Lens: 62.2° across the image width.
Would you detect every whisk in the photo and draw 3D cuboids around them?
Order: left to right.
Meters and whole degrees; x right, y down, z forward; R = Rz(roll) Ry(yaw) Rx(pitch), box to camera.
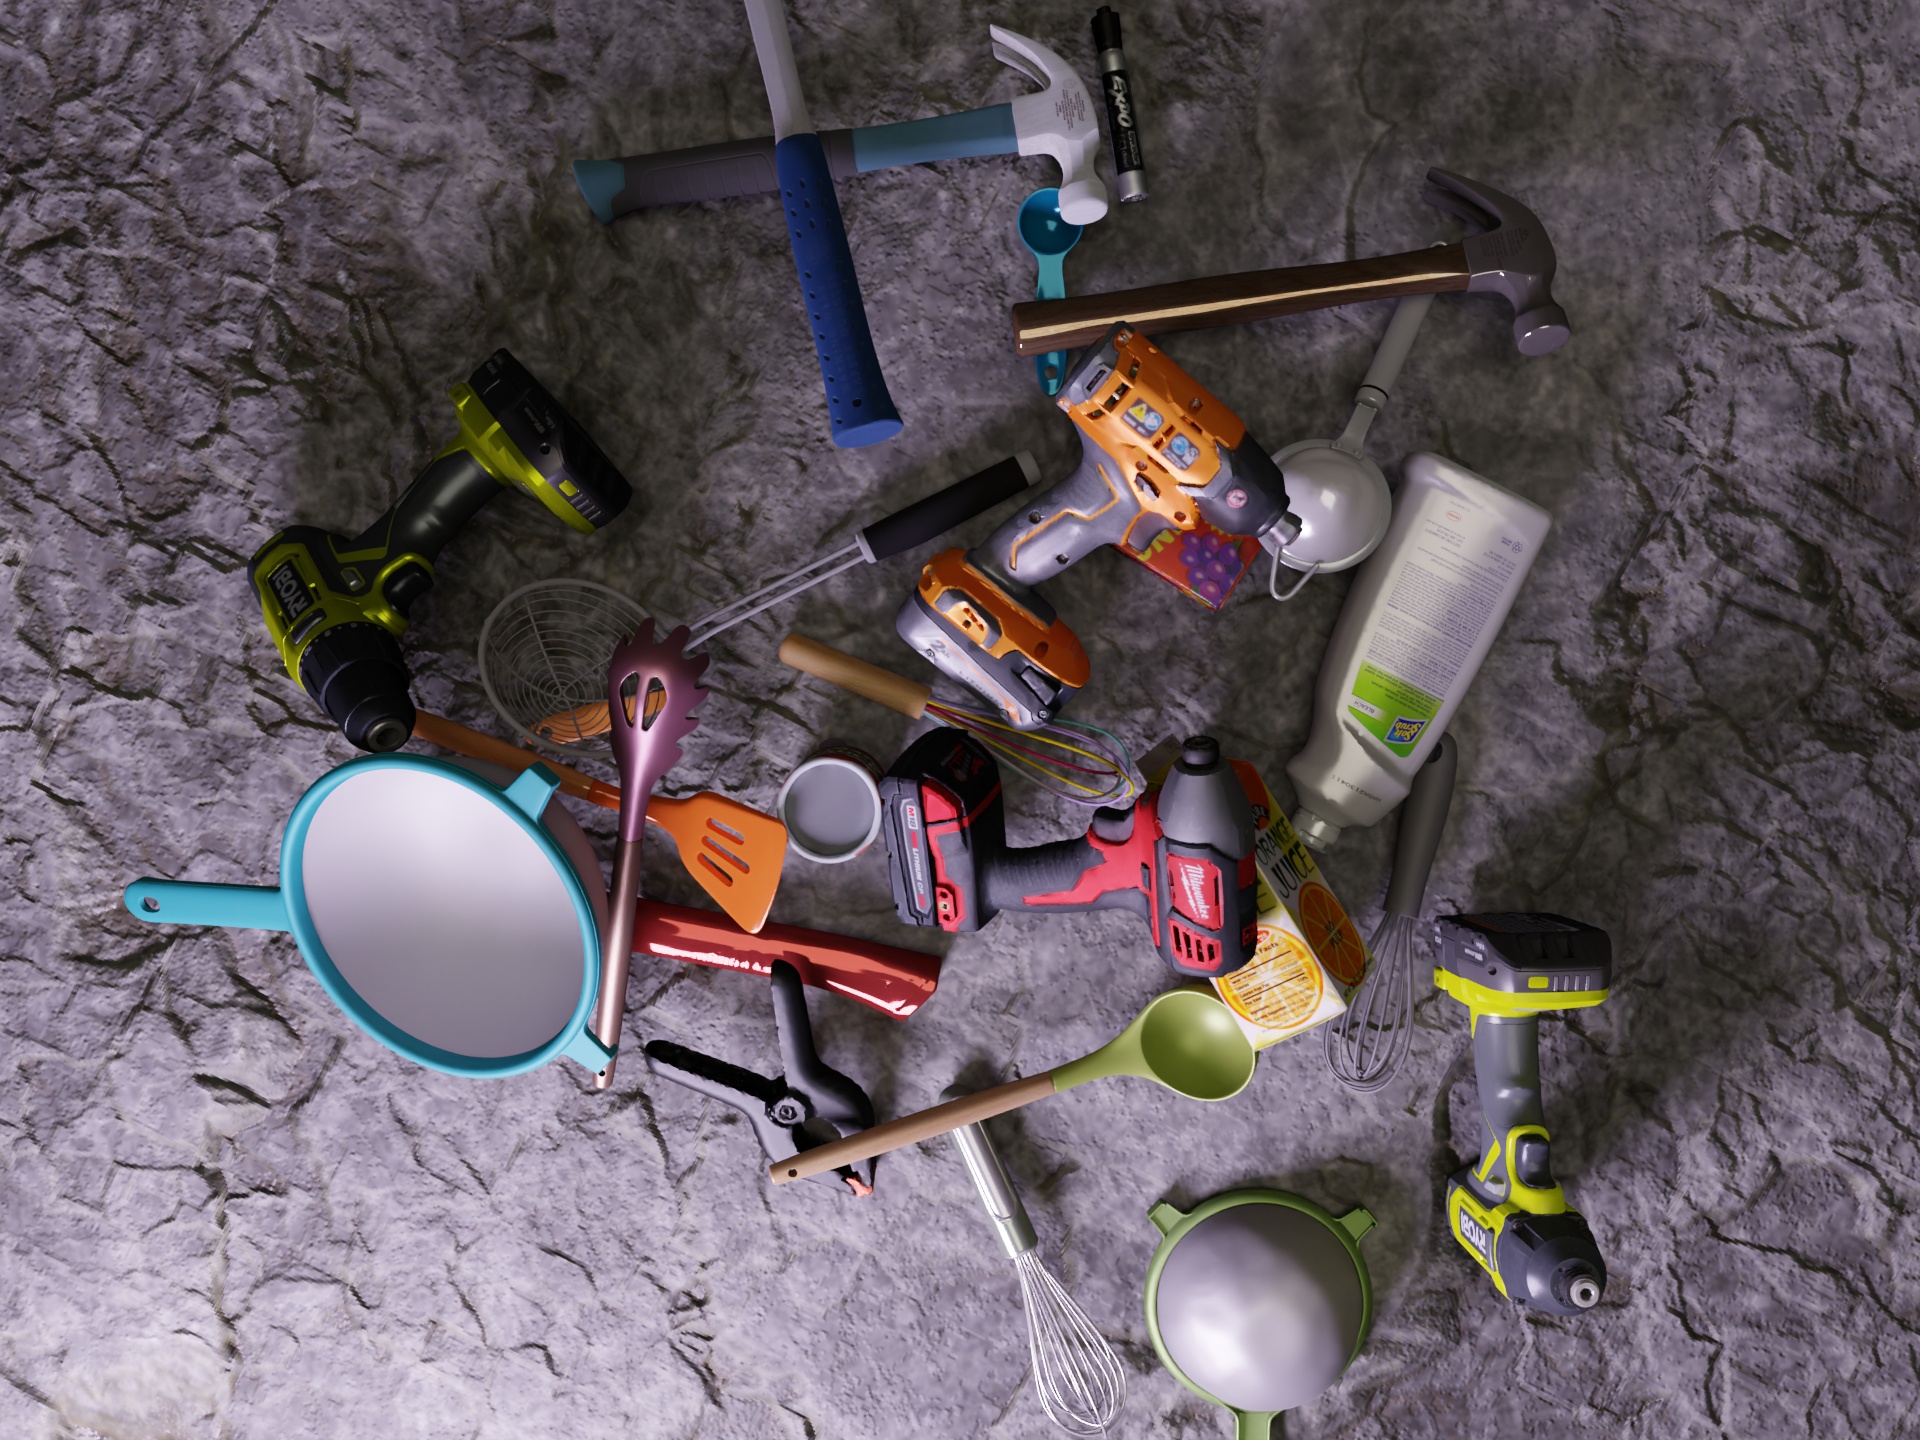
[{"bbox_3d":[-0.001,-0.005,1.020,0.245,0.047,0.051,23,94,3],"label":"whisk"},{"bbox_3d":[0.043,0.352,1.036,0.058,0.059,0.246,-24,88,-10],"label":"whisk"},{"bbox_3d":[0.281,0.122,1.024,0.055,0.055,0.239,15,88,0],"label":"whisk"}]

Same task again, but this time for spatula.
[{"bbox_3d":[-0.257,0.038,1.001,0.322,0.041,0.081,20,112,6],"label":"spatula"}]

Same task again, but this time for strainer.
[{"bbox_3d":[-0.352,0.101,0.978,0.340,0.095,0.211,1,112,20],"label":"strainer"},{"bbox_3d":[0.194,0.438,1.026,0.151,0.069,0.256,2,92,0],"label":"strainer"},{"bbox_3d":[0.251,-0.194,0.987,0.087,0.050,0.258,24,77,10],"label":"strainer"}]

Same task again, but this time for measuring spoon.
[{"bbox_3d":[-0.229,-0.004,1.037,0.117,0.011,0.021,-16,93,1],"label":"measuring spoon"},{"bbox_3d":[0.057,-0.274,1.021,0.042,0.021,0.128,-1,102,1],"label":"measuring spoon"}]

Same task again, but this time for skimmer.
[{"bbox_3d":[-0.118,-0.090,0.991,0.363,0.090,0.127,-26,75,1],"label":"skimmer"}]

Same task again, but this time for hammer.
[{"bbox_3d":[-0.189,0.127,1.032,0.359,0.037,0.149,10,93,1],"label":"hammer"},{"bbox_3d":[-0.107,-0.359,0.966,0.144,0.035,0.406,-14,80,3],"label":"hammer"},{"bbox_3d":[-0.079,-0.354,0.997,0.331,0.033,0.128,-7,79,4],"label":"hammer"},{"bbox_3d":[0.197,-0.268,0.986,0.331,0.031,0.130,-7,67,4],"label":"hammer"}]

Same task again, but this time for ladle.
[{"bbox_3d":[0.035,0.241,1.003,0.320,0.062,0.078,-17,99,-7],"label":"ladle"}]

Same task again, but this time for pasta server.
[{"bbox_3d":[-0.202,0.091,0.975,0.060,0.040,0.316,13,114,4],"label":"pasta server"}]

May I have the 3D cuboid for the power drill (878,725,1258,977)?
[{"bbox_3d":[0.068,0.069,0.948,0.220,0.078,0.143,6,116,24],"label":"power drill"}]

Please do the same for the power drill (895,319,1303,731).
[{"bbox_3d":[0.085,-0.102,0.958,0.164,0.084,0.226,39,114,-5],"label":"power drill"}]

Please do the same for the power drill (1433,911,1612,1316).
[{"bbox_3d":[0.345,0.235,0.966,0.080,0.171,0.223,-2,90,0],"label":"power drill"}]

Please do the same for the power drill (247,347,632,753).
[{"bbox_3d":[-0.316,-0.100,0.963,0.228,0.080,0.191,-42,52,-1],"label":"power drill"}]
